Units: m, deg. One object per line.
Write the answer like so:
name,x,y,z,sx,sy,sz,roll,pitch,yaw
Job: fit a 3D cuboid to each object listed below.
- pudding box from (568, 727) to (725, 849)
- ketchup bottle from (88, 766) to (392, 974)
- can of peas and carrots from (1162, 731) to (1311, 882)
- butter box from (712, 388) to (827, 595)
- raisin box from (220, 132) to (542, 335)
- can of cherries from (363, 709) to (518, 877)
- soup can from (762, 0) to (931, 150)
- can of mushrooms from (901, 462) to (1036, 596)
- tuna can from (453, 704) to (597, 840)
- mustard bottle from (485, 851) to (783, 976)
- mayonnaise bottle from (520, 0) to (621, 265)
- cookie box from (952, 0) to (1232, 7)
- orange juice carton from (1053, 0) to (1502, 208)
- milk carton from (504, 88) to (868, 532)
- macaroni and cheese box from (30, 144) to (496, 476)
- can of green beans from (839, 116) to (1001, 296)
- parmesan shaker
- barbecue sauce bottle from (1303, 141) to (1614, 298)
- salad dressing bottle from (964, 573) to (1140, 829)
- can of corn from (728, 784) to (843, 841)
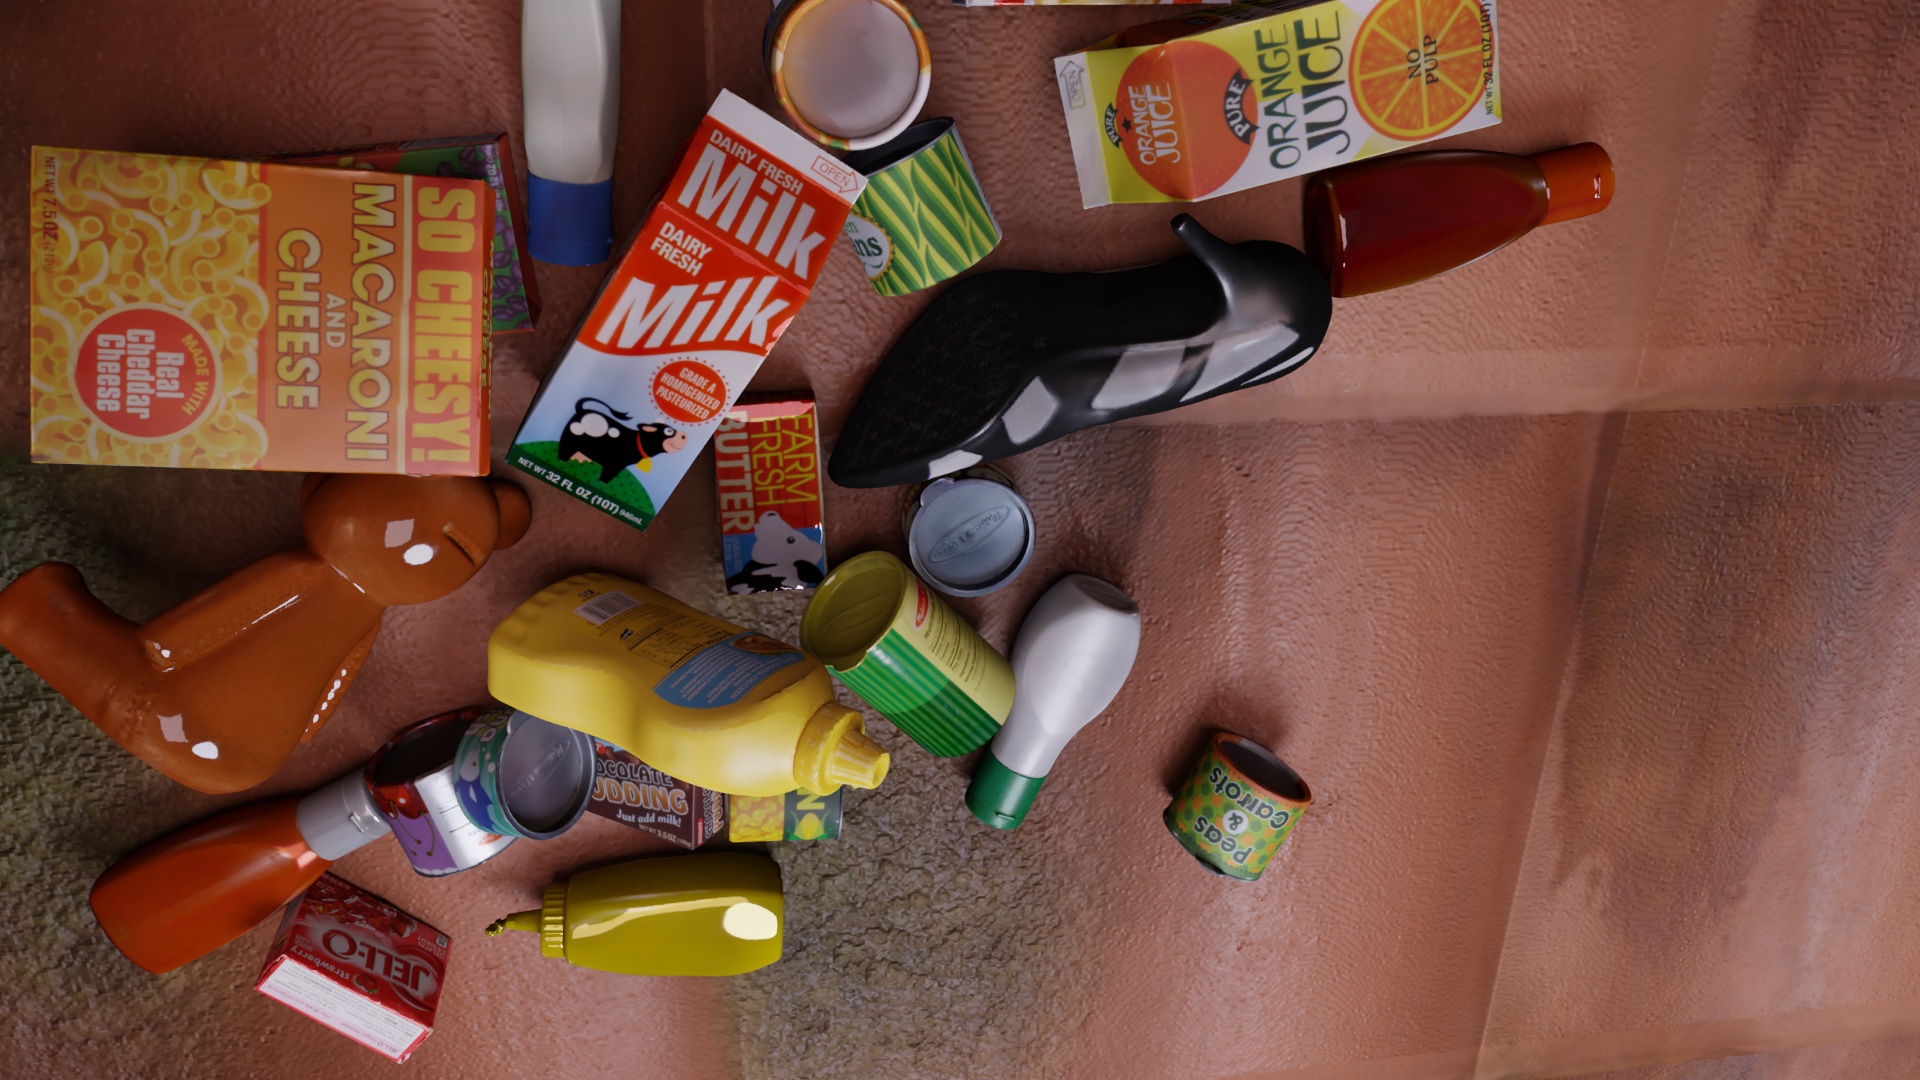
pudding box,-0.164,0.123,0.725,0.084,0.030,0.049,14,112,21
ketchup bottle,-0.365,0.166,0.719,0.149,0.044,0.064,-27,112,1
can of peas and carrots,0.159,0.153,0.799,0.071,0.071,0.058,24,106,-19
butter box,-0.096,-0.025,0.700,0.053,0.024,0.103,-6,114,-9
raisin box,-0.257,-0.130,0.615,0.123,0.040,0.085,-7,115,-7
can of cherries,-0.263,0.128,0.712,0.071,0.072,0.058,-19,115,-2
soup can,-0.052,-0.208,0.596,0.071,0.084,0.071,-4,114,-9
can of mushrooms,0.003,-0.009,0.720,0.071,0.033,0.070,-4,114,-9
tuna can,-0.216,0.112,0.688,0.033,0.071,0.070,-3,119,30
mustard bottle,-0.179,0.208,0.770,0.160,0.049,0.065,1,112,-11
mayonnaise bottle,-0.167,-0.194,0.594,0.041,0.065,0.147,4,116,-9
cookie box,0.059,-0.318,0.594,0.123,0.040,0.166,-4,114,-9
orange juice carton,0.142,-0.209,0.639,0.193,0.073,0.071,-15,115,-4
milk carton,-0.120,-0.102,0.610,0.072,0.074,0.189,29,120,-20
macaroni and cheese box,-0.279,-0.090,0.566,0.167,0.040,0.123,2,94,-10
can of green beans,-0.022,-0.153,0.636,0.071,0.071,0.057,-26,116,1
parmesan shaker,-0.026,0.063,0.713,0.071,0.071,0.103,-39,129,7
barbecue sauce bottle,0.249,-0.166,0.694,0.149,0.044,0.064,-13,115,-6
salad dressing bottle,0.047,0.091,0.767,0.064,0.044,0.147,19,109,-20
can of corn,-0.094,0.126,0.740,0.058,0.071,0.071,1,113,-10
